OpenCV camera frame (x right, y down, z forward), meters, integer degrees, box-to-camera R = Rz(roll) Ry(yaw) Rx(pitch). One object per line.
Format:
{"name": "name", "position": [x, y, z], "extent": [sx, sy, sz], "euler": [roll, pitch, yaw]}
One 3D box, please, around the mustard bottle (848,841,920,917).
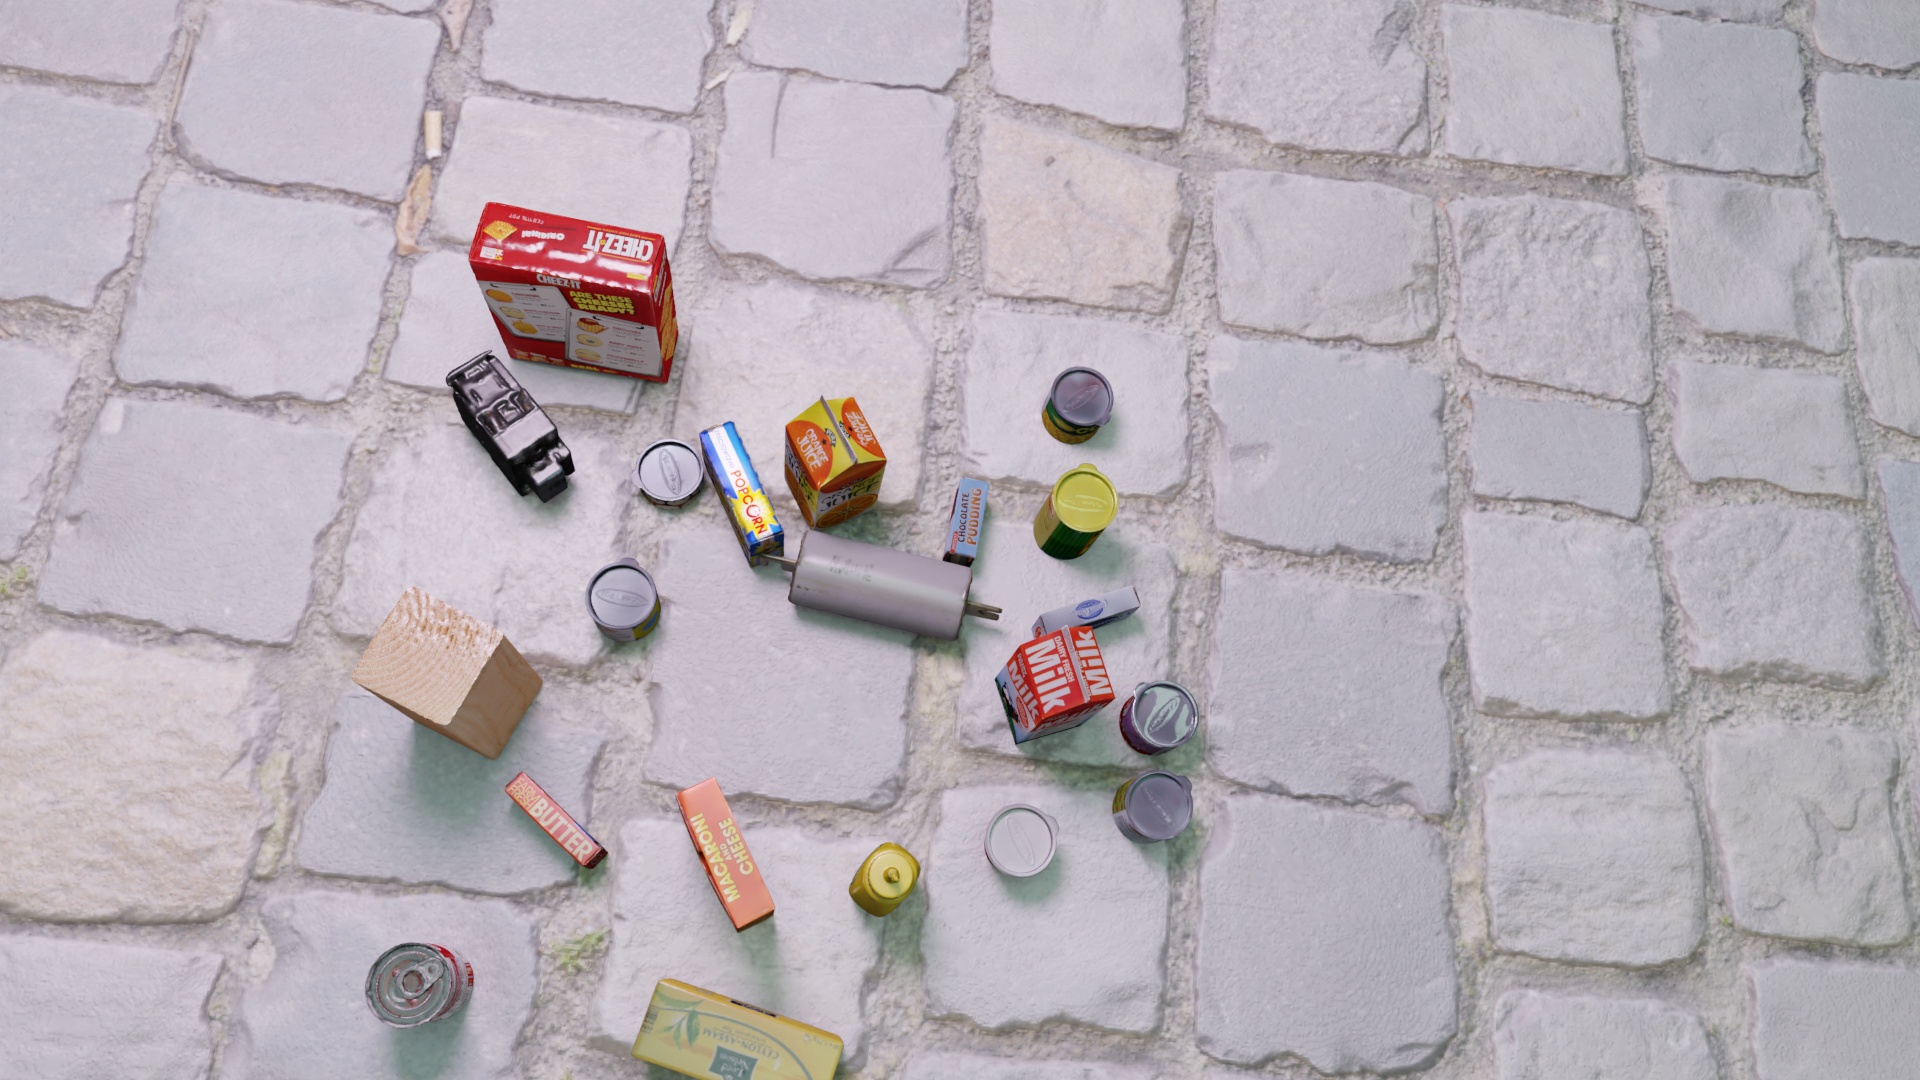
{"name": "mustard bottle", "position": [-0.065, 0.299, 1.237], "extent": [0.049, 0.159, 0.065], "euler": [37, 72, 4]}

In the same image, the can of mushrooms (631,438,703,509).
{"name": "can of mushrooms", "position": [-0.291, -0.065, 1.385], "extent": [0.071, 0.033, 0.071], "euler": [2, 73, -7]}

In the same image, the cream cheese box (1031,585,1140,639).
{"name": "cream cheese box", "position": [0.124, 0.076, 1.390], "extent": [0.104, 0.053, 0.024], "euler": [-17, 76, -13]}

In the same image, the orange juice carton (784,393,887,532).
{"name": "orange juice carton", "position": [-0.121, -0.075, 1.328], "extent": [0.073, 0.192, 0.072], "euler": [-25, 78, -14]}

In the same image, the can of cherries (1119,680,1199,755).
{"name": "can of cherries", "position": [0.193, 0.173, 1.366], "extent": [0.071, 0.058, 0.071], "euler": [2, 73, -7]}

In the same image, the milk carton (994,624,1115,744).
{"name": "milk carton", "position": [0.089, 0.133, 1.295], "extent": [0.073, 0.190, 0.072], "euler": [-14, 76, -12]}

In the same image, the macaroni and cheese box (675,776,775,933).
{"name": "macaroni and cheese box", "position": [-0.206, 0.280, 1.219], "extent": [0.040, 0.166, 0.124], "euler": [-25, 78, -14]}

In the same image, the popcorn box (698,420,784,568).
{"name": "popcorn box", "position": [-0.214, -0.045, 1.362], "extent": [0.038, 0.085, 0.127], "euler": [-23, 78, -14]}

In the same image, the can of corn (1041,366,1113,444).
{"name": "can of corn", "position": [0.123, -0.139, 1.454], "extent": [0.071, 0.058, 0.071], "euler": [2, 73, -7]}

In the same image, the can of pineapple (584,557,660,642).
{"name": "can of pineapple", "position": [-0.321, 0.058, 1.329], "extent": [0.071, 0.057, 0.071], "euler": [2, 73, -7]}

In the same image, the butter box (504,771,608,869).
{"name": "butter box", "position": [-0.368, 0.255, 1.263], "extent": [0.103, 0.053, 0.024], "euler": [42, 72, 6]}

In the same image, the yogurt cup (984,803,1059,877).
{"name": "yogurt cup", "position": [0.053, 0.286, 1.314], "extent": [0.072, 0.053, 0.072], "euler": [2, 73, -7]}

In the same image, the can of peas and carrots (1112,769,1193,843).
{"name": "can of peas and carrots", "position": [0.186, 0.256, 1.340], "extent": [0.071, 0.058, 0.071], "euler": [2, 73, -7]}

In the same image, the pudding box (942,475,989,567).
{"name": "pudding box", "position": [0.005, -0.018, 1.404], "extent": [0.030, 0.049, 0.084], "euler": [12, 72, -4]}

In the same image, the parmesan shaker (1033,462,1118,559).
{"name": "parmesan shaker", "position": [0.115, -0.028, 1.394], "extent": [0.071, 0.102, 0.071], "euler": [2, 73, -7]}
